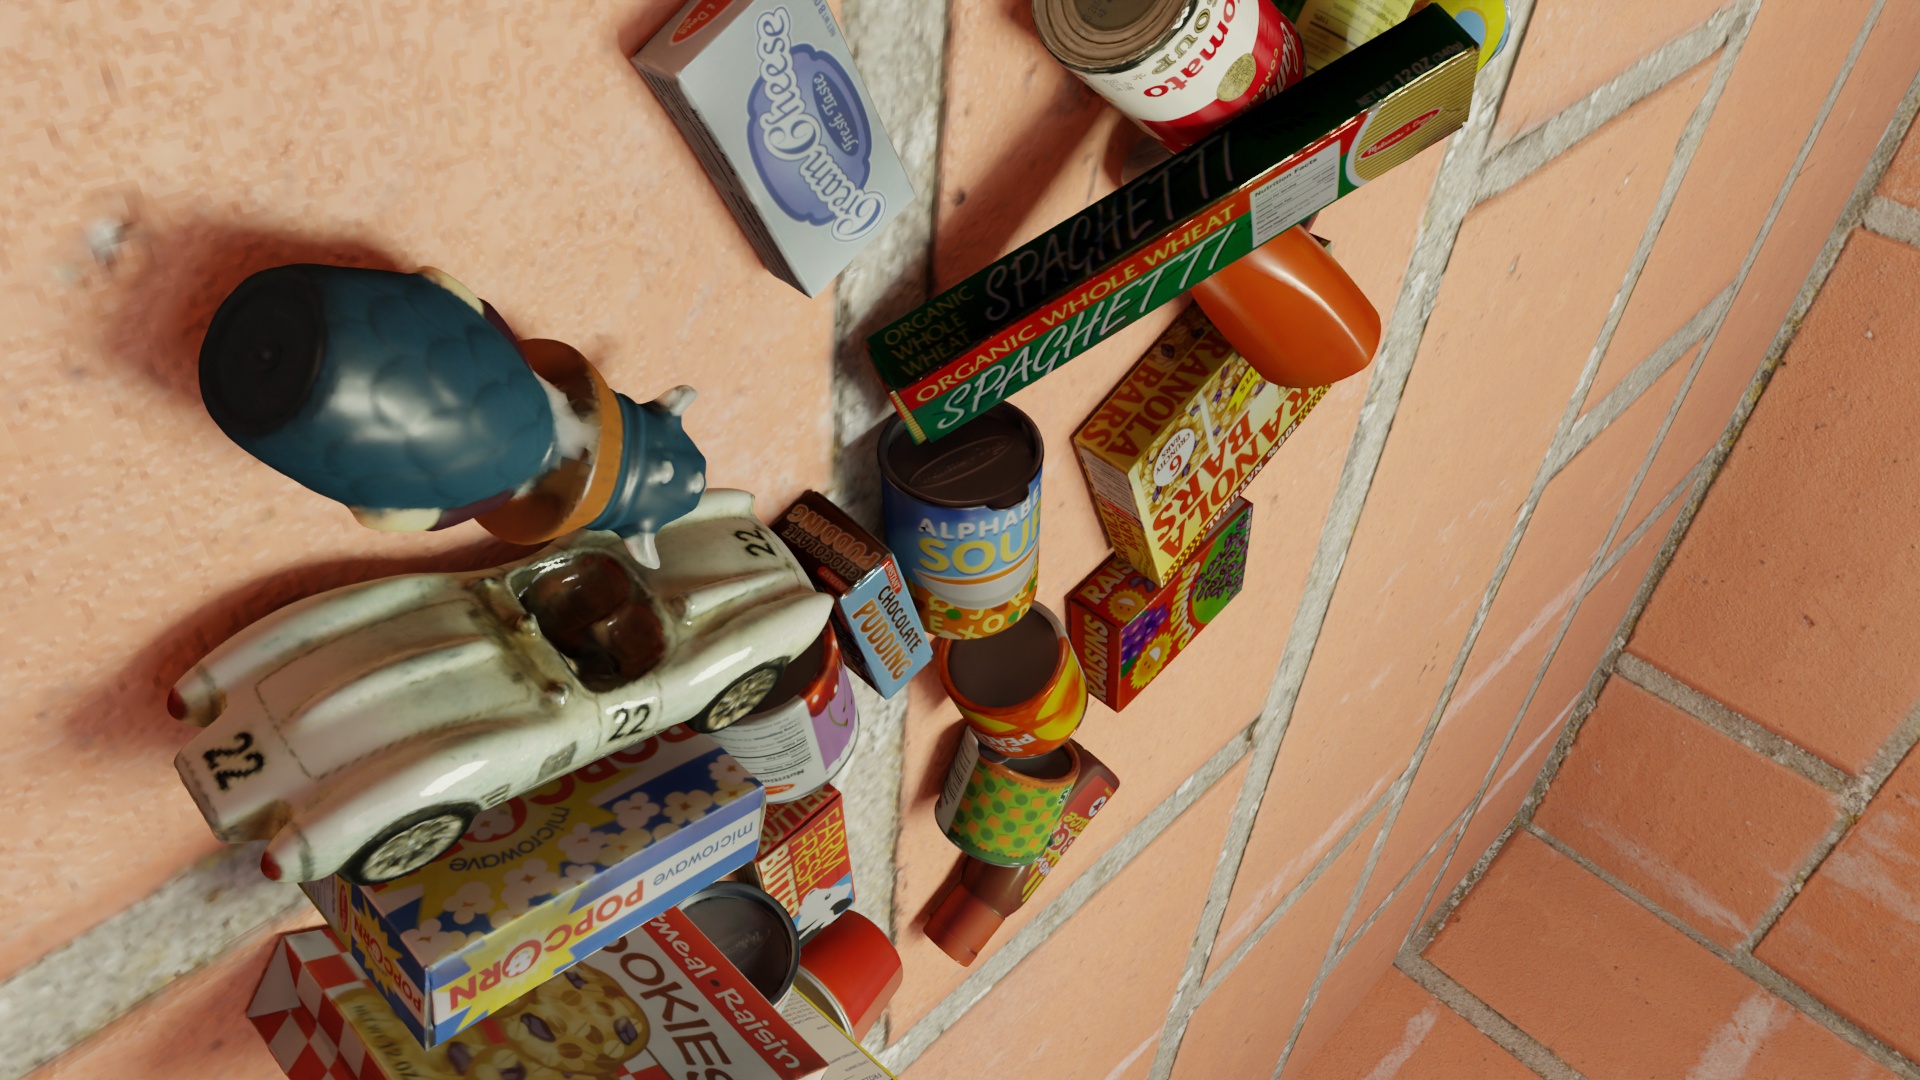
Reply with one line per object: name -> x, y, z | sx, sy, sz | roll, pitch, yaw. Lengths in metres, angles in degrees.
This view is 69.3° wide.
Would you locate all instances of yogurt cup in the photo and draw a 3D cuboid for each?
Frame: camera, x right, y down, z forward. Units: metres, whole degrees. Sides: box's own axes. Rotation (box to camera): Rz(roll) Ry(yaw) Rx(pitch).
yogurt cup -> -0.067, 0.231, 0.727 | 0.054, 0.072, 0.072 | -37, 147, -43

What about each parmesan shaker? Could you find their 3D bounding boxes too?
parmesan shaker -> 0.152, -0.216, 0.587 | 0.071, 0.071, 0.102 | 2, 118, -56

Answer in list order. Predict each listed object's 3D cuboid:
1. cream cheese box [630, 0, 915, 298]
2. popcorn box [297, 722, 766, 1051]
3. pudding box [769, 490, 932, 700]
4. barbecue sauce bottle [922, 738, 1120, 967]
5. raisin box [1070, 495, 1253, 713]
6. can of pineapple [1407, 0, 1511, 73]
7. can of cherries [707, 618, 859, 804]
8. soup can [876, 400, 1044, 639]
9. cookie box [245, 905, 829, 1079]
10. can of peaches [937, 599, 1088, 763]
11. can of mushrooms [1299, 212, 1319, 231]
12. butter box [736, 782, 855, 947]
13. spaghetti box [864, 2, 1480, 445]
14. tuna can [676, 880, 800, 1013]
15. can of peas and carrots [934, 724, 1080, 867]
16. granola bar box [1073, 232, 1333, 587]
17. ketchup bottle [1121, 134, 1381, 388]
cream cheese box -> -0.053, -0.125, 0.424 | 0.053, 0.024, 0.103 | -48, 150, -10
popcorn box -> -0.140, 0.096, 0.460 | 0.127, 0.085, 0.038 | -24, 137, -42
pudding box -> -0.044, 0.024, 0.564 | 0.030, 0.050, 0.083 | -43, 149, -18
barbecue sauce bottle -> 0.037, 0.193, 0.858 | 0.149, 0.044, 0.064 | -50, 151, -8
raisin box -> 0.118, 0.031, 0.818 | 0.124, 0.040, 0.085 | -41, 148, -26
can of pineapple -> 0.216, -0.239, 0.661 | 0.058, 0.071, 0.070 | -46, 149, -16
can of cherries -> -0.076, 0.057, 0.538 | 0.072, 0.071, 0.058 | -41, 147, -24
soup can -> 0.002, -0.007, 0.577 | 0.071, 0.071, 0.083 | -37, 146, -29
cookie box -> -0.145, 0.183, 0.502 | 0.167, 0.123, 0.040 | 8, 114, -58
can of peaches -> 0.026, 0.070, 0.694 | 0.071, 0.071, 0.058 | -47, 149, -14
can of mushrooms -> 0.147, -0.166, 0.666 | 0.071, 0.033, 0.070 | -36, 144, -31
butter box -> -0.080, 0.159, 0.674 | 0.053, 0.024, 0.103 | -36, 145, -29
spaghetti box -> 0.080, -0.117, 0.527 | 0.250, 0.029, 0.050 | -30, 157, 1
tuna can -> -0.108, 0.188, 0.621 | 0.071, 0.071, 0.032 | -32, 154, -35
can of peas and carrots -> 0.028, 0.135, 0.761 | 0.071, 0.071, 0.058 | -12, 129, -51
granola bar box -> 0.136, -0.071, 0.740 | 0.166, 0.039, 0.123 | -48, 149, -13
ketchup bottle -> 0.128, -0.125, 0.621 | 0.148, 0.064, 0.044 | 37, 62, -38
